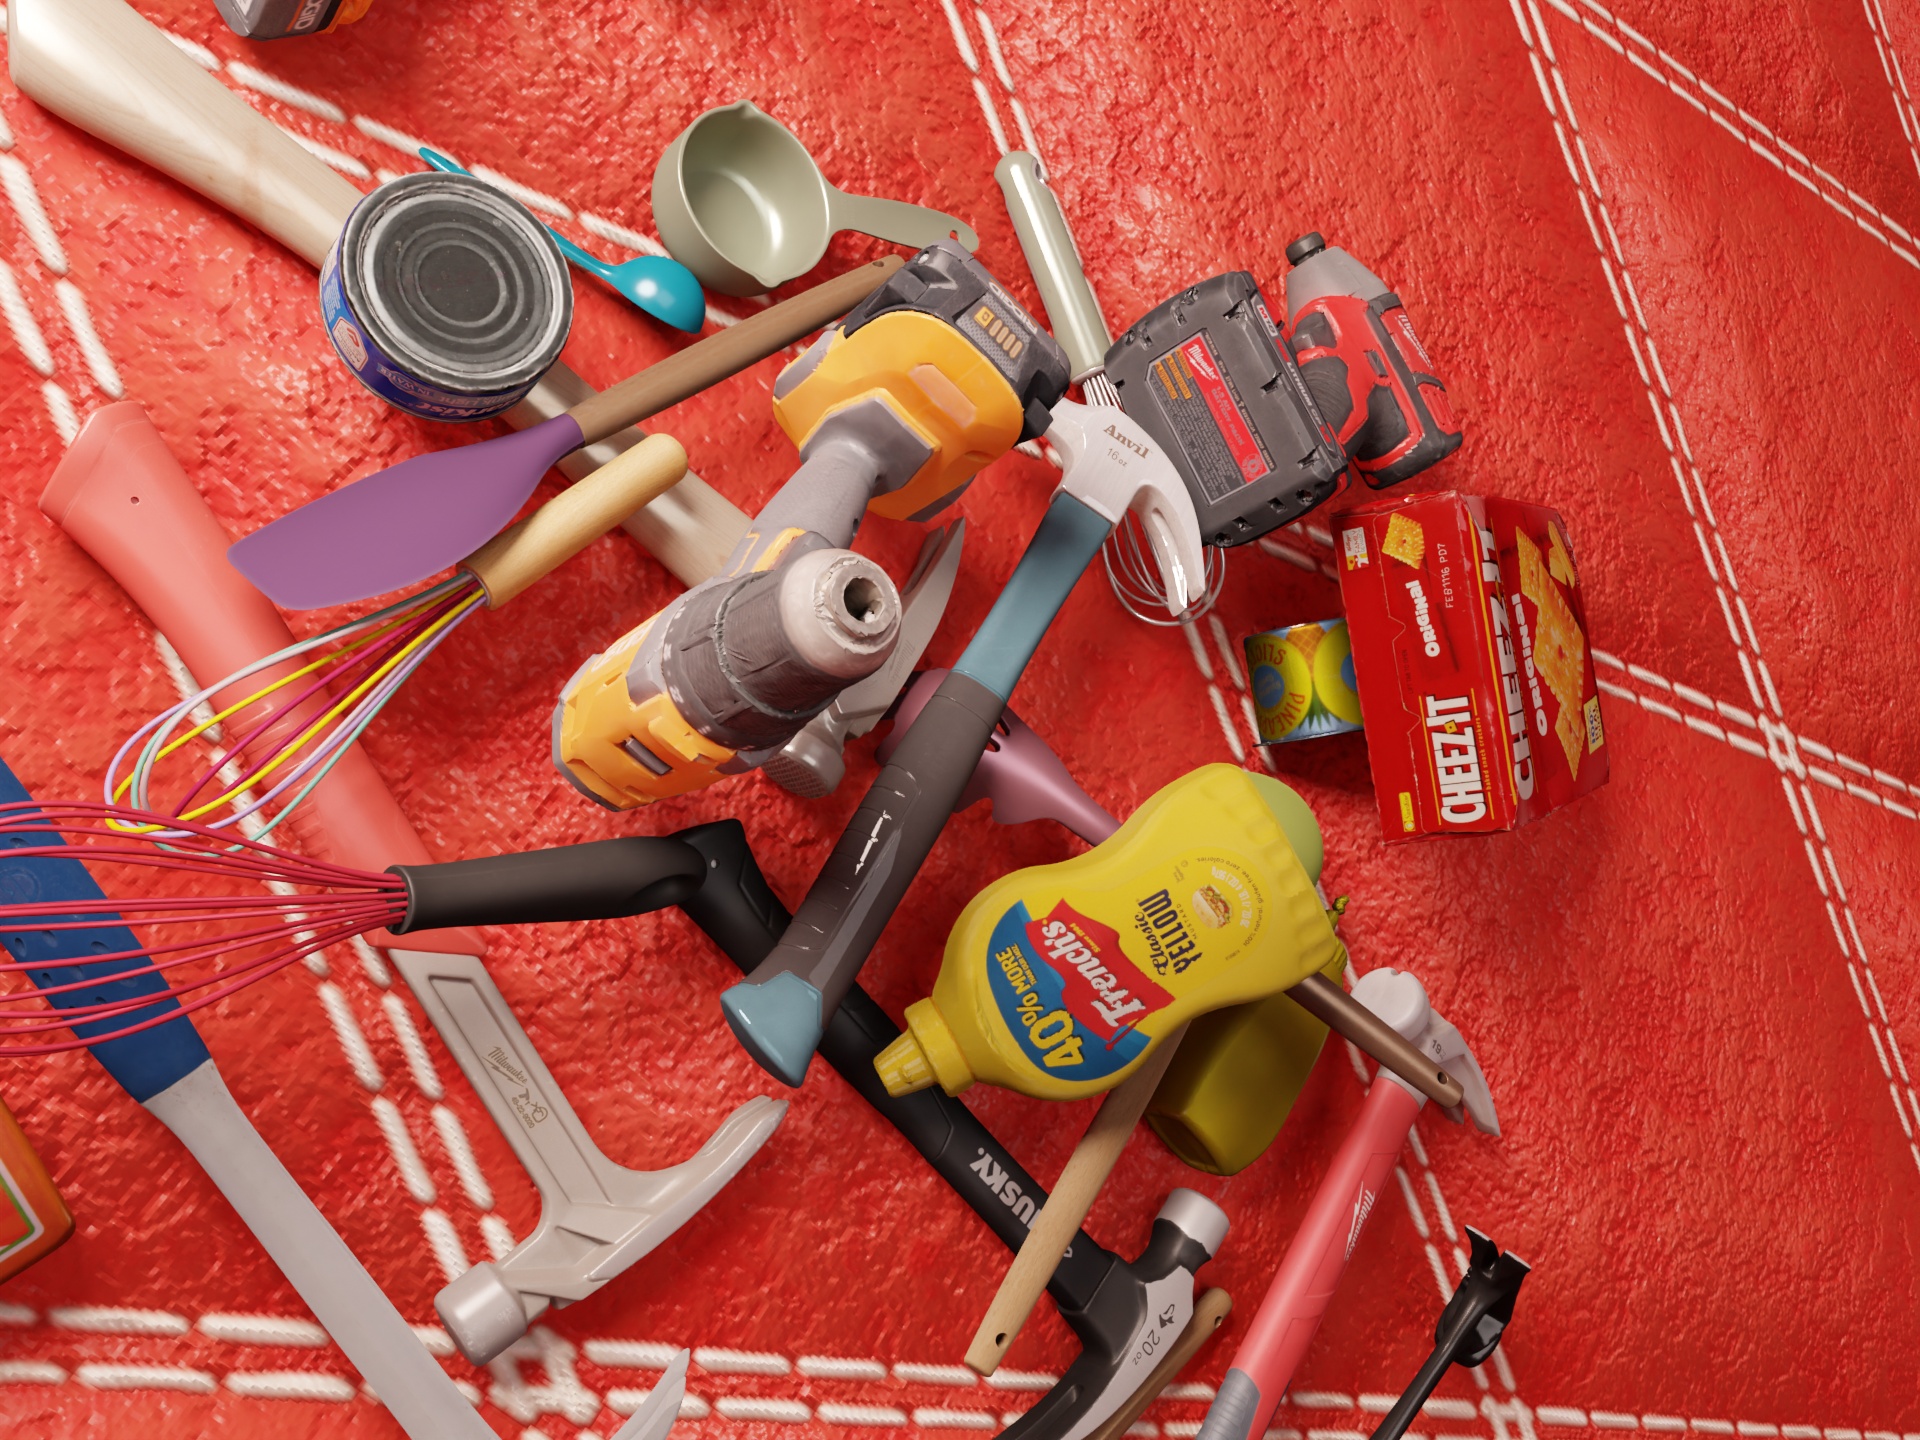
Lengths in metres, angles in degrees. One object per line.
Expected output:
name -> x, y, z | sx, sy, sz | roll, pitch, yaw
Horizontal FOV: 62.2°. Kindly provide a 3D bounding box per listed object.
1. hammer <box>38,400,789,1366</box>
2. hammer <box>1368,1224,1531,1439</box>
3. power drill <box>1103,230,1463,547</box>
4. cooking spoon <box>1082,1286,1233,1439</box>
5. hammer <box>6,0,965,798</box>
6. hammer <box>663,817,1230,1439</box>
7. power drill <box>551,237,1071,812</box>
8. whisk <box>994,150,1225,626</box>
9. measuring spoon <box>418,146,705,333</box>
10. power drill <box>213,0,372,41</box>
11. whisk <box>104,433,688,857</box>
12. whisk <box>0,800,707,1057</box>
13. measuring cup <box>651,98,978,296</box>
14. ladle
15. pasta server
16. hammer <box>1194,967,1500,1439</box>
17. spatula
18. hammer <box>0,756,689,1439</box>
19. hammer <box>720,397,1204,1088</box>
hammer -> -0.206, 0.047, 0.583 | 0.149, 0.037, 0.359 | -35, 102, -31
hammer -> 0.163, 0.387, 0.740 | 0.337, 0.034, 0.127 | -44, 147, -24
power drill -> 0.171, -0.174, 0.801 | 0.219, 0.078, 0.143 | -28, 91, -50
cooking spoon -> 0.015, 0.356, 0.688 | 0.319, 0.017, 0.068 | -34, 117, -31
hammer -> -0.173, -0.144, 0.631 | 0.410, 0.038, 0.146 | 40, 63, -21
hammer -> -0.019, 0.171, 0.683 | 0.334, 0.035, 0.146 | 50, 61, -16
power drill -> -0.044, -0.074, 0.572 | 0.084, 0.185, 0.226 | 42, 58, -18
whisk -> 0.068, -0.163, 0.782 | 0.246, 0.059, 0.058 | 69, 21, -1
measuring spoon -> -0.157, -0.201, 0.647 | 0.128, 0.042, 0.021 | 30, 107, -19
power drill -> -0.205, -0.367, 0.618 | 0.226, 0.084, 0.164 | -35, 102, -35
whisk -> -0.186, -0.034, 0.560 | 0.245, 0.047, 0.051 | -42, 104, -32
whisk -> -0.199, 0.059, 0.510 | 0.295, 0.073, 0.073 | 0, 83, -49
measuring cup -> -0.063, -0.222, 0.714 | 0.167, 0.038, 0.083 | -4, 84, -42
ladle -> 0.082, 0.148, 0.722 | 0.078, 0.062, 0.320 | 44, 60, -14
pasta server -> 0.095, 0.077, 0.711 | 0.316, 0.040, 0.060 | 37, 63, -4
hammer -> 0.151, 0.314, 0.758 | 0.386, 0.038, 0.143 | -56, 130, -21
spatula -> -0.129, -0.121, 0.616 | 0.060, 0.018, 0.316 | 34, 51, 23
hammer -> -0.248, 0.124, 0.526 | 0.144, 0.035, 0.405 | -34, 98, -2
hammer -> -0.001, -0.002, 0.664 | 0.128, 0.033, 0.331 | 33, 66, -5
